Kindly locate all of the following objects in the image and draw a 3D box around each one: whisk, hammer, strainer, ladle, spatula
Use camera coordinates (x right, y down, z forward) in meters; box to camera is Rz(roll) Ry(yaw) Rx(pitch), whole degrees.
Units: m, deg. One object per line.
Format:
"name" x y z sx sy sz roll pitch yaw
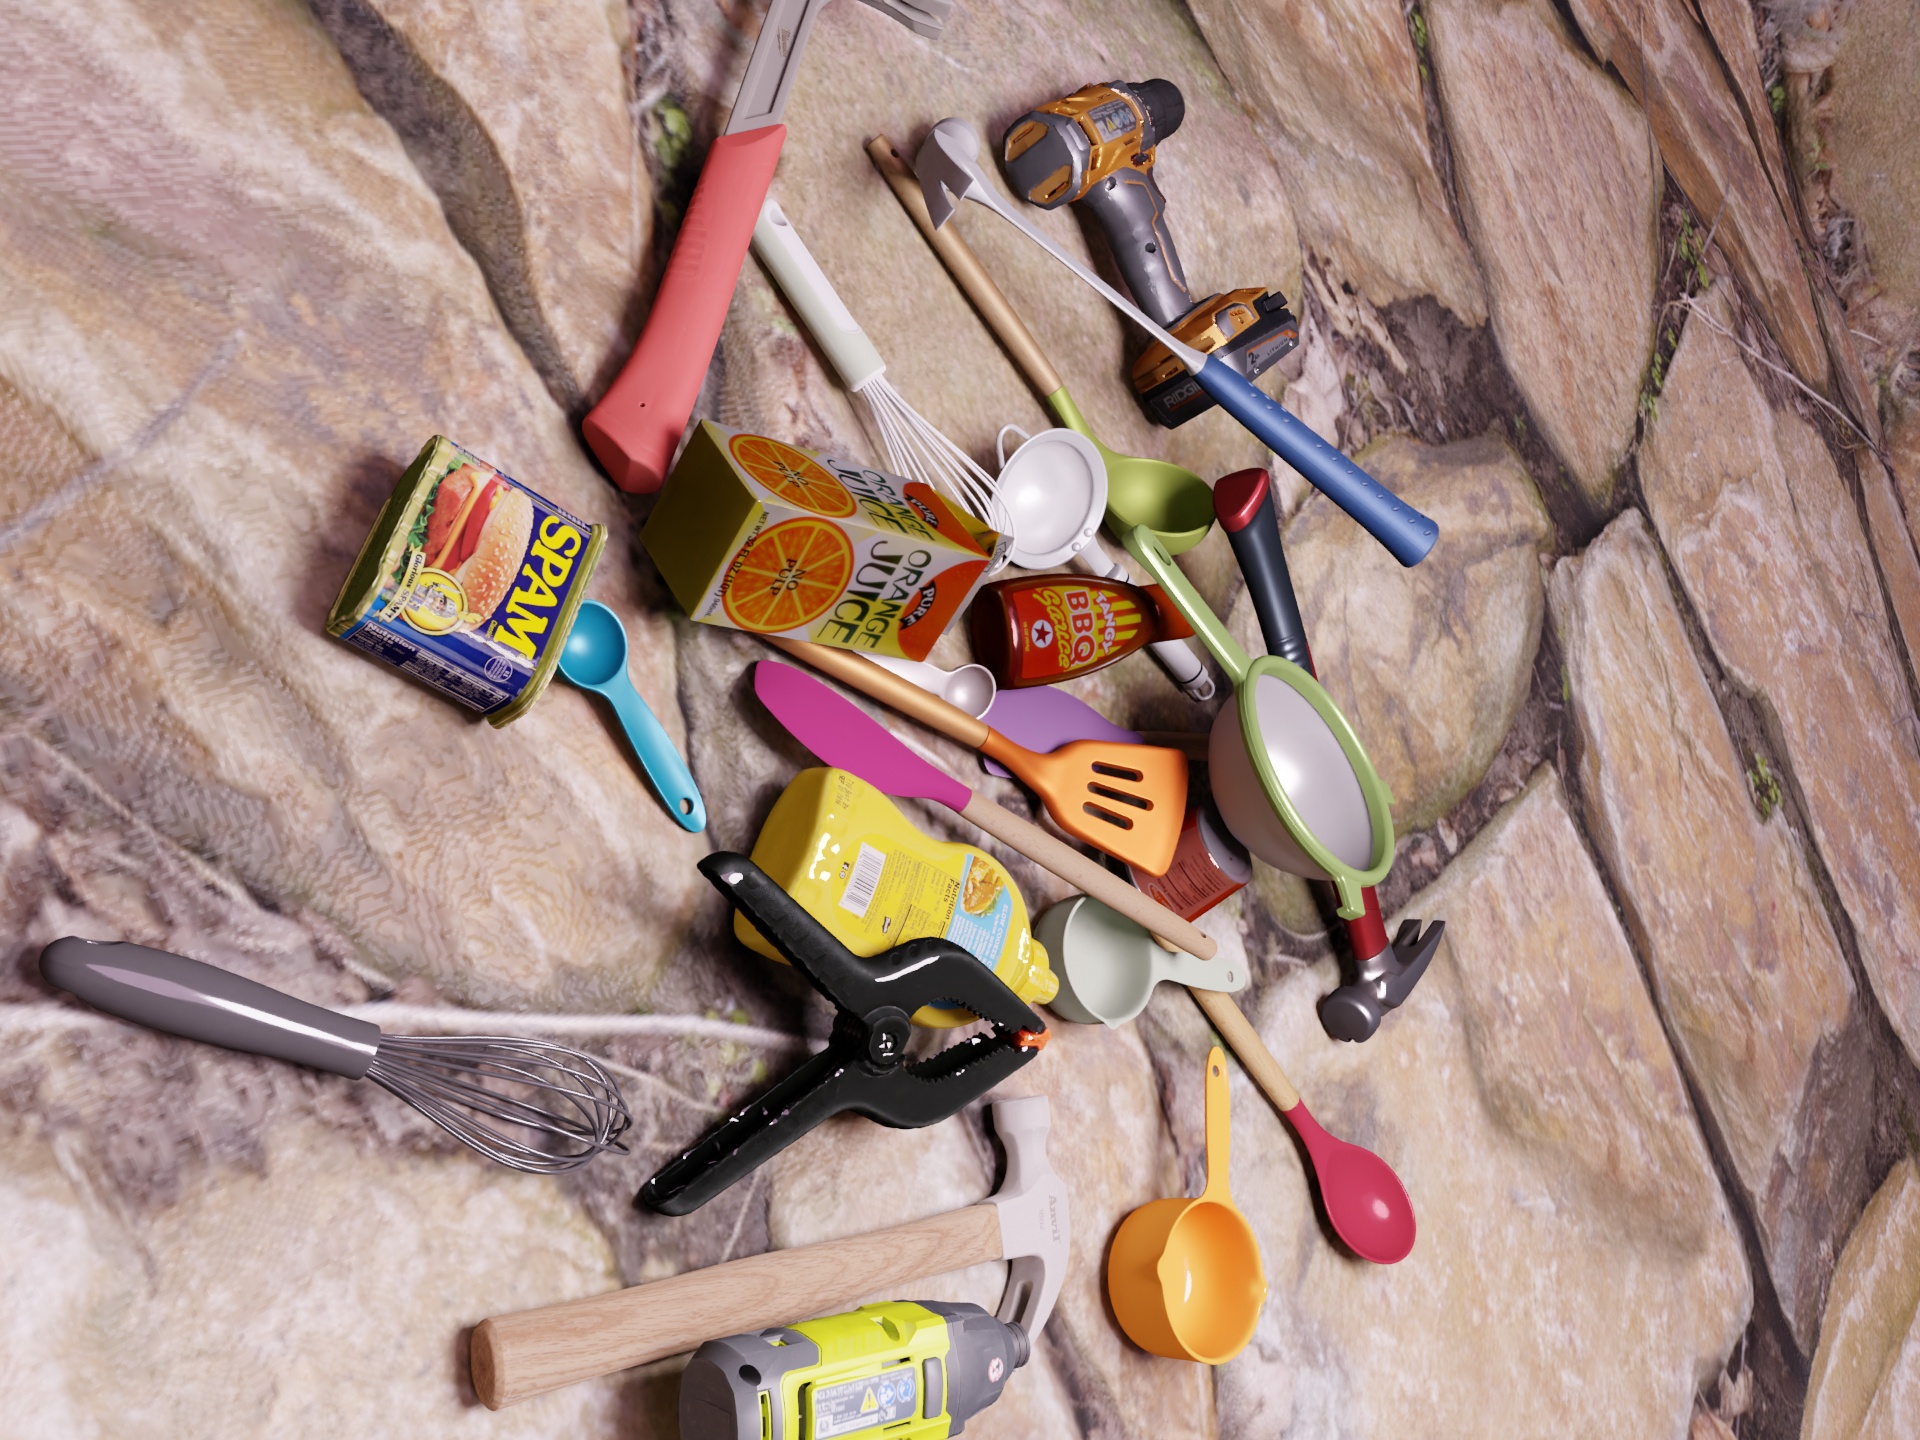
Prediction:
"whisk" -0.047 -0.186 0.892 0.246 0.059 0.058 56 35 -9
"whisk" -0.233 0.131 0.621 0.238 0.055 0.055 27 60 -30
"hammer" 0.138 -0.223 0.981 0.405 0.035 0.144 35 26 -14
"strainer" 0.089 -0.094 0.996 0.087 0.050 0.258 -48 122 -7
"hammer" -0.069 0.264 0.745 0.331 0.031 0.130 1 76 -43
"ladle" 0.196 0.225 1.009 0.315 0.031 0.069 53 49 -15
"spatula" 0.129 0.013 1.016 0.315 0.018 0.060 5 74 -41
"hammer" 0.245 0.014 1.065 0.143 0.038 0.386 -35 113 -44
"spatula" -0.001 -0.003 0.870 0.322 0.041 0.081 28 67 -32
"hammer" -0.112 -0.276 0.840 0.149 0.036 0.359 18 67 -11
"ladle" 0.052 -0.233 0.993 0.320 0.062 0.078 52 46 -16
"strainer" 0.160 0.000 0.951 0.256 0.069 0.151 52 33 -8

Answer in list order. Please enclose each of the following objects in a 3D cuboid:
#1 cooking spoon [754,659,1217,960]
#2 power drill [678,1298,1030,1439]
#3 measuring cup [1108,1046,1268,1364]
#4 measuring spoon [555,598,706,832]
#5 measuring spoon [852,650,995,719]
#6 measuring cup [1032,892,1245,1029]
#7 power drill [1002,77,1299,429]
"cooking spoon" 0.022 0.055 0.861 0.318 0.017 0.069 33 25 -23
"power drill" -0.036 0.372 0.689 0.171 0.080 0.223 5 81 -39
"measuring cup" 0.128 0.276 0.913 0.095 0.052 0.174 25 60 -36
"measuring spoon" -0.159 0.001 0.755 0.042 0.021 0.128 -47 119 -41
"measuring spoon" -0.034 -0.030 0.880 0.124 0.018 0.034 20 94 -32
"measuring cup" 0.106 0.146 0.942 0.167 0.038 0.083 16 67 -41
"power drill" 0.141 -0.334 1.094 0.226 0.084 0.185 57 45 -9
